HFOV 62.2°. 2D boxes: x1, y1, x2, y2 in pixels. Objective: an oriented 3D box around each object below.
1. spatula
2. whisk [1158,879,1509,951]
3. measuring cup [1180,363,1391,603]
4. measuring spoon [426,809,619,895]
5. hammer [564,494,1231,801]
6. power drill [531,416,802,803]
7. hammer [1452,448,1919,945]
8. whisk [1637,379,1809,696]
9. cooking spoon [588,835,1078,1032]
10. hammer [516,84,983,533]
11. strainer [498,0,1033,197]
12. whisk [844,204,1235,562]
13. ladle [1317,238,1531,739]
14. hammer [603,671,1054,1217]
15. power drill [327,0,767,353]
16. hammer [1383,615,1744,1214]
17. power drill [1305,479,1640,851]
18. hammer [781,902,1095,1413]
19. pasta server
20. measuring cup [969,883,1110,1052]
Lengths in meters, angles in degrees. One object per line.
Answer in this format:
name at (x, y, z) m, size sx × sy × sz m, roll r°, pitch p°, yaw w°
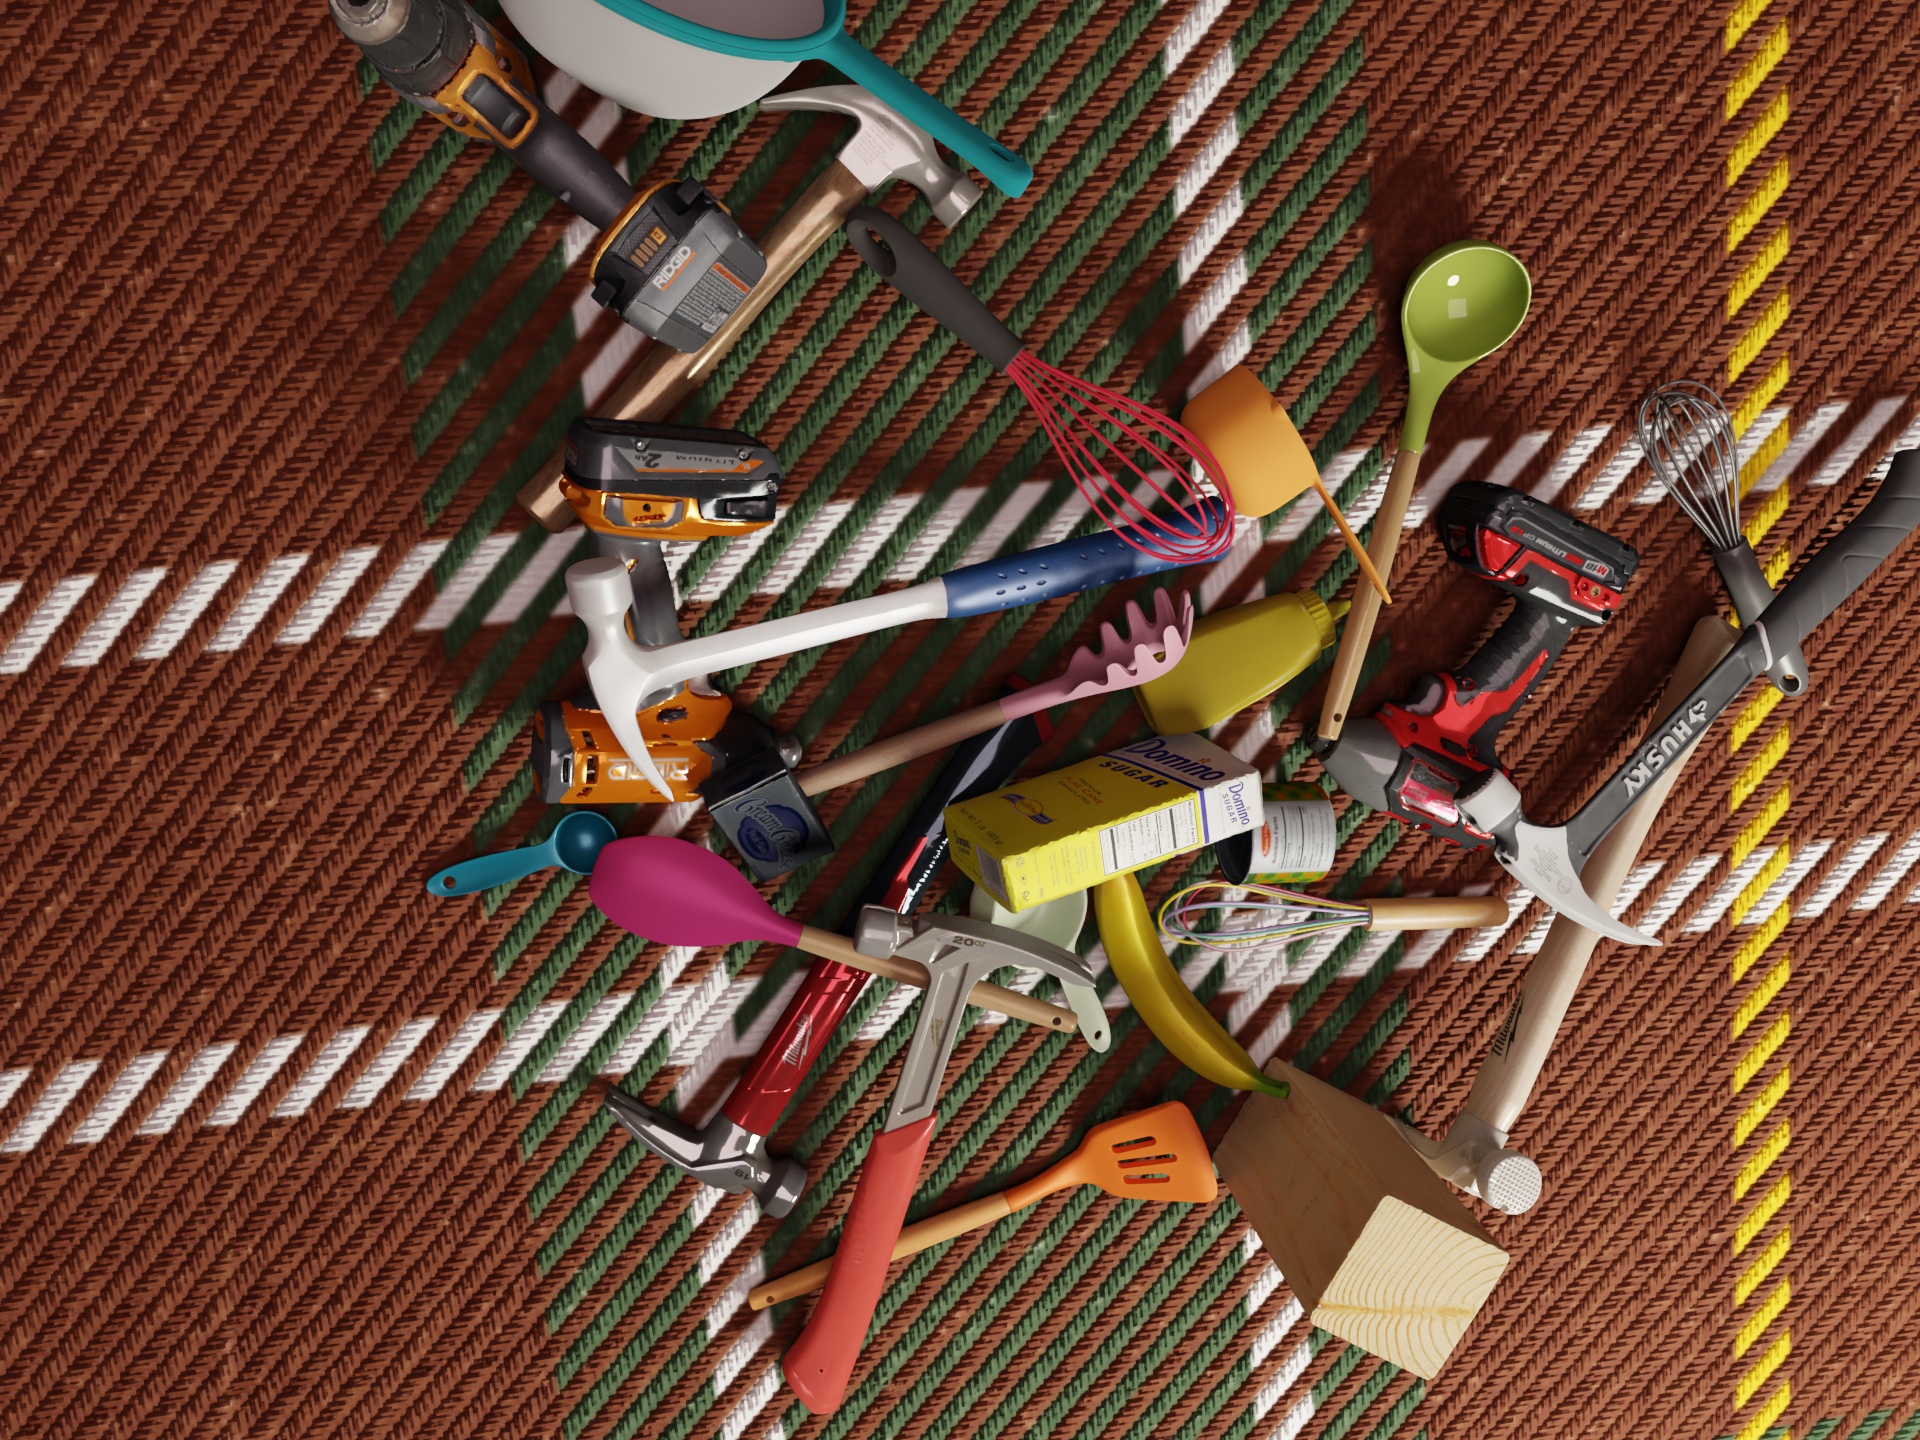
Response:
spatula at (0.010, 0.336, 1.066) m, size 0.322 × 0.041 × 0.081 m, roll -21°, pitch 106°, yaw -2°
whisk at (0.251, 0.128, 1.059) m, size 0.245 × 0.051 × 0.047 m, roll 0°, pitch 96°, yaw -10°
measuring cup at (0.196, -0.132, 0.972) m, size 0.052 × 0.095 × 0.173 m, roll -33°, pitch 85°, yaw 6°
measuring spoon at (-0.276, 0.086, 1.007) m, size 0.128 × 0.021 × 0.042 m, roll -16°, pitch 102°, yaw 6°
hammer at (-0.021, -0.066, 0.948) m, size 0.405 × 0.035 × 0.144 m, roll -15°, pitch 117°, yaw -19°
power drill at (-0.166, -0.059, 0.951) m, size 0.164 × 0.084 × 0.226 m, roll 1°, pitch 108°, yaw -24°
hammer at (0.497, -0.030, 1.005) m, size 0.409 × 0.036 × 0.149 m, roll -42°, pitch 92°, yaw -10°
whisk at (0.510, -0.116, 1.047) m, size 0.055 × 0.055 × 0.238 m, roll -32°, pitch 106°, yaw -1°
cooking spoon at (-0.076, 0.142, 0.996) m, size 0.319 × 0.017 × 0.068 m, roll 19°, pitch 100°, yaw -7°
hammer at (-0.145, -0.244, 0.955) m, size 0.130 × 0.031 × 0.331 m, roll 44°, pitch 93°, yaw -12°
strainer at (-0.122, -0.366, 0.880) m, size 0.340 × 0.211 × 0.095 m, roll 32°, pitch 132°, yaw -11°
whisk at (0.047, -0.199, 0.933) m, size 0.296 × 0.073 × 0.073 m, roll 41°, pitch 93°, yaw -2°
ladle at (0.277, -0.142, 0.988) m, size 0.078 × 0.062 × 0.320 m, roll 17°, pitch 89°, yaw -13°
hammer at (-0.073, 0.129, 1.024) m, size 0.143 × 0.038 × 0.386 m, roll 32°, pitch 95°, yaw -9°
power drill at (-0.220, -0.303, 0.844) m, size 0.226 × 0.185 × 0.084 m, roll 42°, pitch 97°, yaw -2°
hammer at (0.411, 0.118, 1.055) m, size 0.038 × 0.146 × 0.410 m, roll 29°, pitch 85°, yaw -11°
power drill at (0.323, -0.036, 1.025) m, size 0.143 × 0.078 × 0.219 m, roll 23°, pitch 99°, yaw -9°
hammer at (-0.036, 0.291, 1.016) m, size 0.149 × 0.037 × 0.359 m, roll 15°, pitch 107°, yaw -6°
pasta server at (-0.002, -0.003, 0.981) m, size 0.316 × 0.060 × 0.040 m, roll -20°, pitch 118°, yaw 11°
measuring cup at (0.058, 0.154, 1.046) m, size 0.083 × 0.038 × 0.167 m, roll -38°, pitch 122°, yaw -21°
